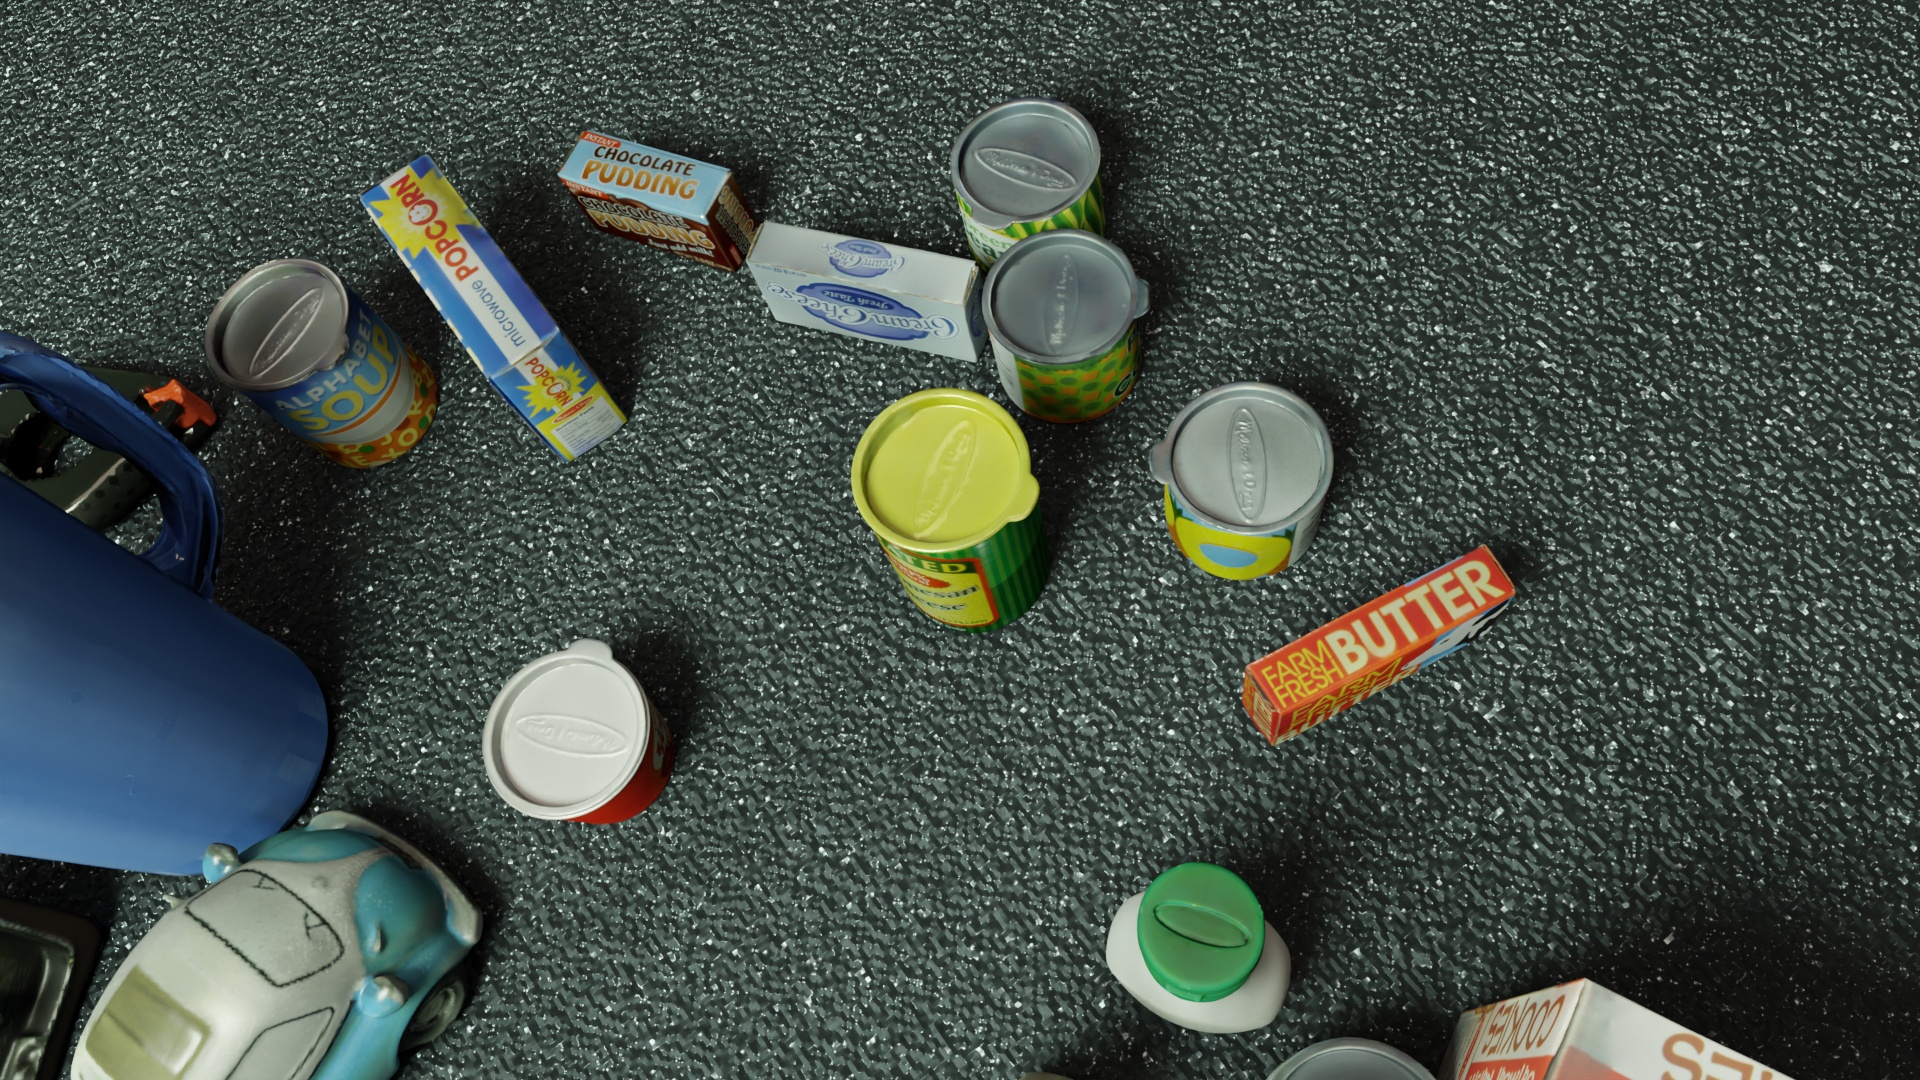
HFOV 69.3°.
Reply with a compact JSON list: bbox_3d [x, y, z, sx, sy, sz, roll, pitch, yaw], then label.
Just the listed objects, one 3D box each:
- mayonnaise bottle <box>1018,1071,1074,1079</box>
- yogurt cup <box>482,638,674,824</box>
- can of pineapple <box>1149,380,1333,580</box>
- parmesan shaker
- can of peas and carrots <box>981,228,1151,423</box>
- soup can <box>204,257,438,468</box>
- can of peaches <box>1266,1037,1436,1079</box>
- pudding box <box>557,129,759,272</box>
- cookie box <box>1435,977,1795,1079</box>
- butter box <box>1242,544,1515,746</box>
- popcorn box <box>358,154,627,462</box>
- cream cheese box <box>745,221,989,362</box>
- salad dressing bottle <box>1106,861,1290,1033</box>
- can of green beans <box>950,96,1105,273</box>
[{"bbox_3d":[0.021,0.203,0.441,0.041,0.147,0.065,12,71,13],"label":"mayonnaise bottle"},{"bbox_3d":[-0.151,0.084,0.566,0.072,0.053,0.072,-3,68,7],"label":"yogurt cup"},{"bbox_3d":[0.114,-0.024,0.568,0.071,0.057,0.071,-3,68,7],"label":"can of pineapple"},{"bbox_3d":[0.002,-0.007,0.553,0.071,0.102,0.071,-3,68,8],"label":"parmesan shaker"},{"bbox_3d":[0.048,-0.092,0.605,0.071,0.058,0.071,-3,68,7],"label":"can of peas and carrots"},{"bbox_3d":[-0.287,-0.077,0.636,0.071,0.083,0.071,-3,68,8],"label":"soup can"},{"bbox_3d":[0.134,0.207,0.471,0.071,0.058,0.071,-3,68,7],"label":"can of peaches"},{"bbox_3d":[-0.144,-0.163,0.667,0.084,0.049,0.030,20,73,15],"label":"pudding box"},{"bbox_3d":[0.216,0.181,0.410,0.123,0.167,0.040,24,74,17],"label":"cookie box"},{"bbox_3d":[0.159,0.042,0.537,0.103,0.053,0.024,-27,67,-3],"label":"butter box"},{"bbox_3d":[-0.211,-0.105,0.634,0.038,0.085,0.127,-38,68,-7],"label":"popcorn box"},{"bbox_3d":[-0.040,-0.112,0.629,0.104,0.053,0.024,14,71,14],"label":"cream cheese box"},{"bbox_3d":[0.079,0.136,0.460,0.064,0.147,0.044,15,72,14],"label":"salad dressing bottle"},{"bbox_3d":[0.032,-0.157,0.634,0.071,0.057,0.071,-3,68,7],"label":"can of green beans"}]
